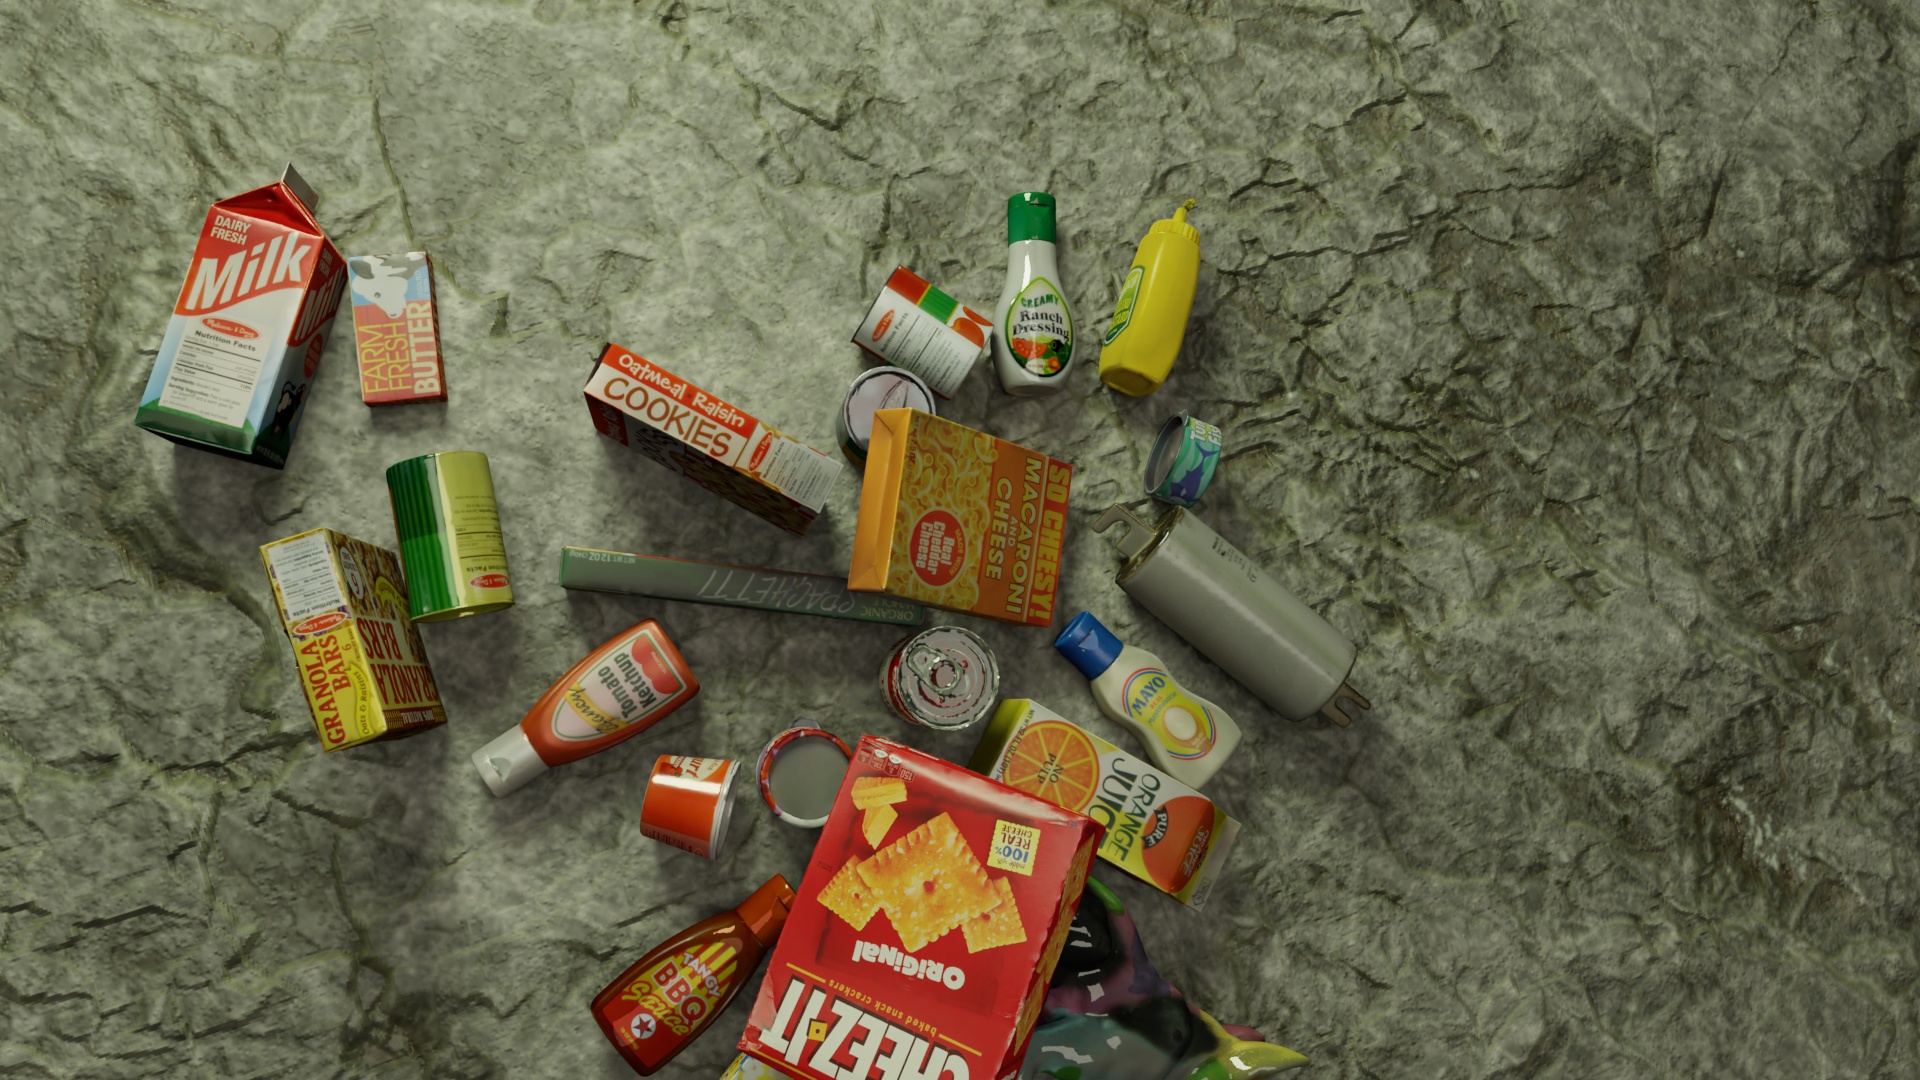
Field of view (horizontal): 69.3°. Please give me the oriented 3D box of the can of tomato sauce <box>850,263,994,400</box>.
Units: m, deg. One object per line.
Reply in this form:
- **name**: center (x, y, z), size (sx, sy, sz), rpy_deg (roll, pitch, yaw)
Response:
- **can of tomato sauce**: center (-0.026, -0.150, 1.001), size (0.083, 0.071, 0.071), rpy_deg (31, 79, -7)

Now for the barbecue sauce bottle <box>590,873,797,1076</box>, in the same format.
- **barbecue sauce bottle**: center (-0.169, 0.284, 0.929), size (0.149, 0.043, 0.065), rpy_deg (-38, 91, -13)

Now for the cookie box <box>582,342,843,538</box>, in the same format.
- **cookie box**: center (-0.166, -0.064, 0.932), size (0.167, 0.122, 0.040), rpy_deg (28, 78, -7)

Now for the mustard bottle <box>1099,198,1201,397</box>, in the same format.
- **mustard bottle**: center (0.148, -0.189, 1.043), size (0.049, 0.065, 0.160), rpy_deg (22, 74, -13)

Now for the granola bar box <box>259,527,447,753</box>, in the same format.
- **granola bar box**: center (-0.369, 0.063, 0.855), size (0.039, 0.165, 0.124), rpy_deg (-18, 87, -10)

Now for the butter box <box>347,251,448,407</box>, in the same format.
- **butter box**: center (-0.385, -0.143, 0.949), size (0.053, 0.024, 0.103), rpy_deg (-8, 84, -11)

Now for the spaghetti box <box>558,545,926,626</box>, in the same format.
- **spaghetti box**: center (-0.148, 0.033, 0.961), size (0.250, 0.050, 0.028), rpy_deg (7, 84, -10)

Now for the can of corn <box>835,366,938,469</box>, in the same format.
- **can of corn**: center (-0.052, -0.084, 0.990), size (0.071, 0.058, 0.071), rpy_deg (1, 83, -11)

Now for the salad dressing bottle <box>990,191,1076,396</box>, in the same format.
- **salad dressing bottle**: center (0.053, -0.183, 1.031), size (0.064, 0.044, 0.147), rpy_deg (1, 83, -15)

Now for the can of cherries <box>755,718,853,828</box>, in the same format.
- **can of cherries**: center (-0.106, 0.158, 0.949), size (0.071, 0.058, 0.071), rpy_deg (1, 84, -11)

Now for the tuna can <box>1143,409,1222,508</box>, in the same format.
- **tuna can**: center (0.165, -0.061, 1.025), size (0.033, 0.071, 0.071), rpy_deg (20, 80, -10)

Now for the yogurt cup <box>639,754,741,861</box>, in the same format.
- **yogurt cup**: center (-0.181, 0.176, 0.931), size (0.054, 0.072, 0.072), rpy_deg (12, 81, -1)

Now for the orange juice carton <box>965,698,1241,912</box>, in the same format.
- **orange juice carton**: center (0.104, 0.187, 0.980), size (0.193, 0.073, 0.072), rpy_deg (30, 79, -7)

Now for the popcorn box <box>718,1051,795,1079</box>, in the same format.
- **popcorn box**: center (-0.106, 0.363, 0.934), size (0.085, 0.038, 0.127), rpy_deg (41, 78, -4)

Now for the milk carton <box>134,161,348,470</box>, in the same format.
- **milk carton**: center (-0.461, -0.150, 0.911), size (0.073, 0.072, 0.191), rpy_deg (15, 81, -9)

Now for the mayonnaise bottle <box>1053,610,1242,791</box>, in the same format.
- **mayonnaise bottle**: center (0.133, 0.114, 1.011), size (0.148, 0.041, 0.065), rpy_deg (43, 79, -4)

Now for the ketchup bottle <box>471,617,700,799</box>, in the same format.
- **ketchup bottle**: center (-0.253, 0.117, 0.933), size (0.149, 0.043, 0.064), rpy_deg (-34, 91, -13)

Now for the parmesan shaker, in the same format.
- **parmesan shaker**: center (-0.337, -0.002, 0.922), size (0.071, 0.071, 0.103), rpy_deg (-11, 85, -12)

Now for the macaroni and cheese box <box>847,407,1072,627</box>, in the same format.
- **macaroni and cheese box**: center (0.003, -0.012, 0.958), size (0.166, 0.040, 0.124), rpy_deg (15, 80, -45)
